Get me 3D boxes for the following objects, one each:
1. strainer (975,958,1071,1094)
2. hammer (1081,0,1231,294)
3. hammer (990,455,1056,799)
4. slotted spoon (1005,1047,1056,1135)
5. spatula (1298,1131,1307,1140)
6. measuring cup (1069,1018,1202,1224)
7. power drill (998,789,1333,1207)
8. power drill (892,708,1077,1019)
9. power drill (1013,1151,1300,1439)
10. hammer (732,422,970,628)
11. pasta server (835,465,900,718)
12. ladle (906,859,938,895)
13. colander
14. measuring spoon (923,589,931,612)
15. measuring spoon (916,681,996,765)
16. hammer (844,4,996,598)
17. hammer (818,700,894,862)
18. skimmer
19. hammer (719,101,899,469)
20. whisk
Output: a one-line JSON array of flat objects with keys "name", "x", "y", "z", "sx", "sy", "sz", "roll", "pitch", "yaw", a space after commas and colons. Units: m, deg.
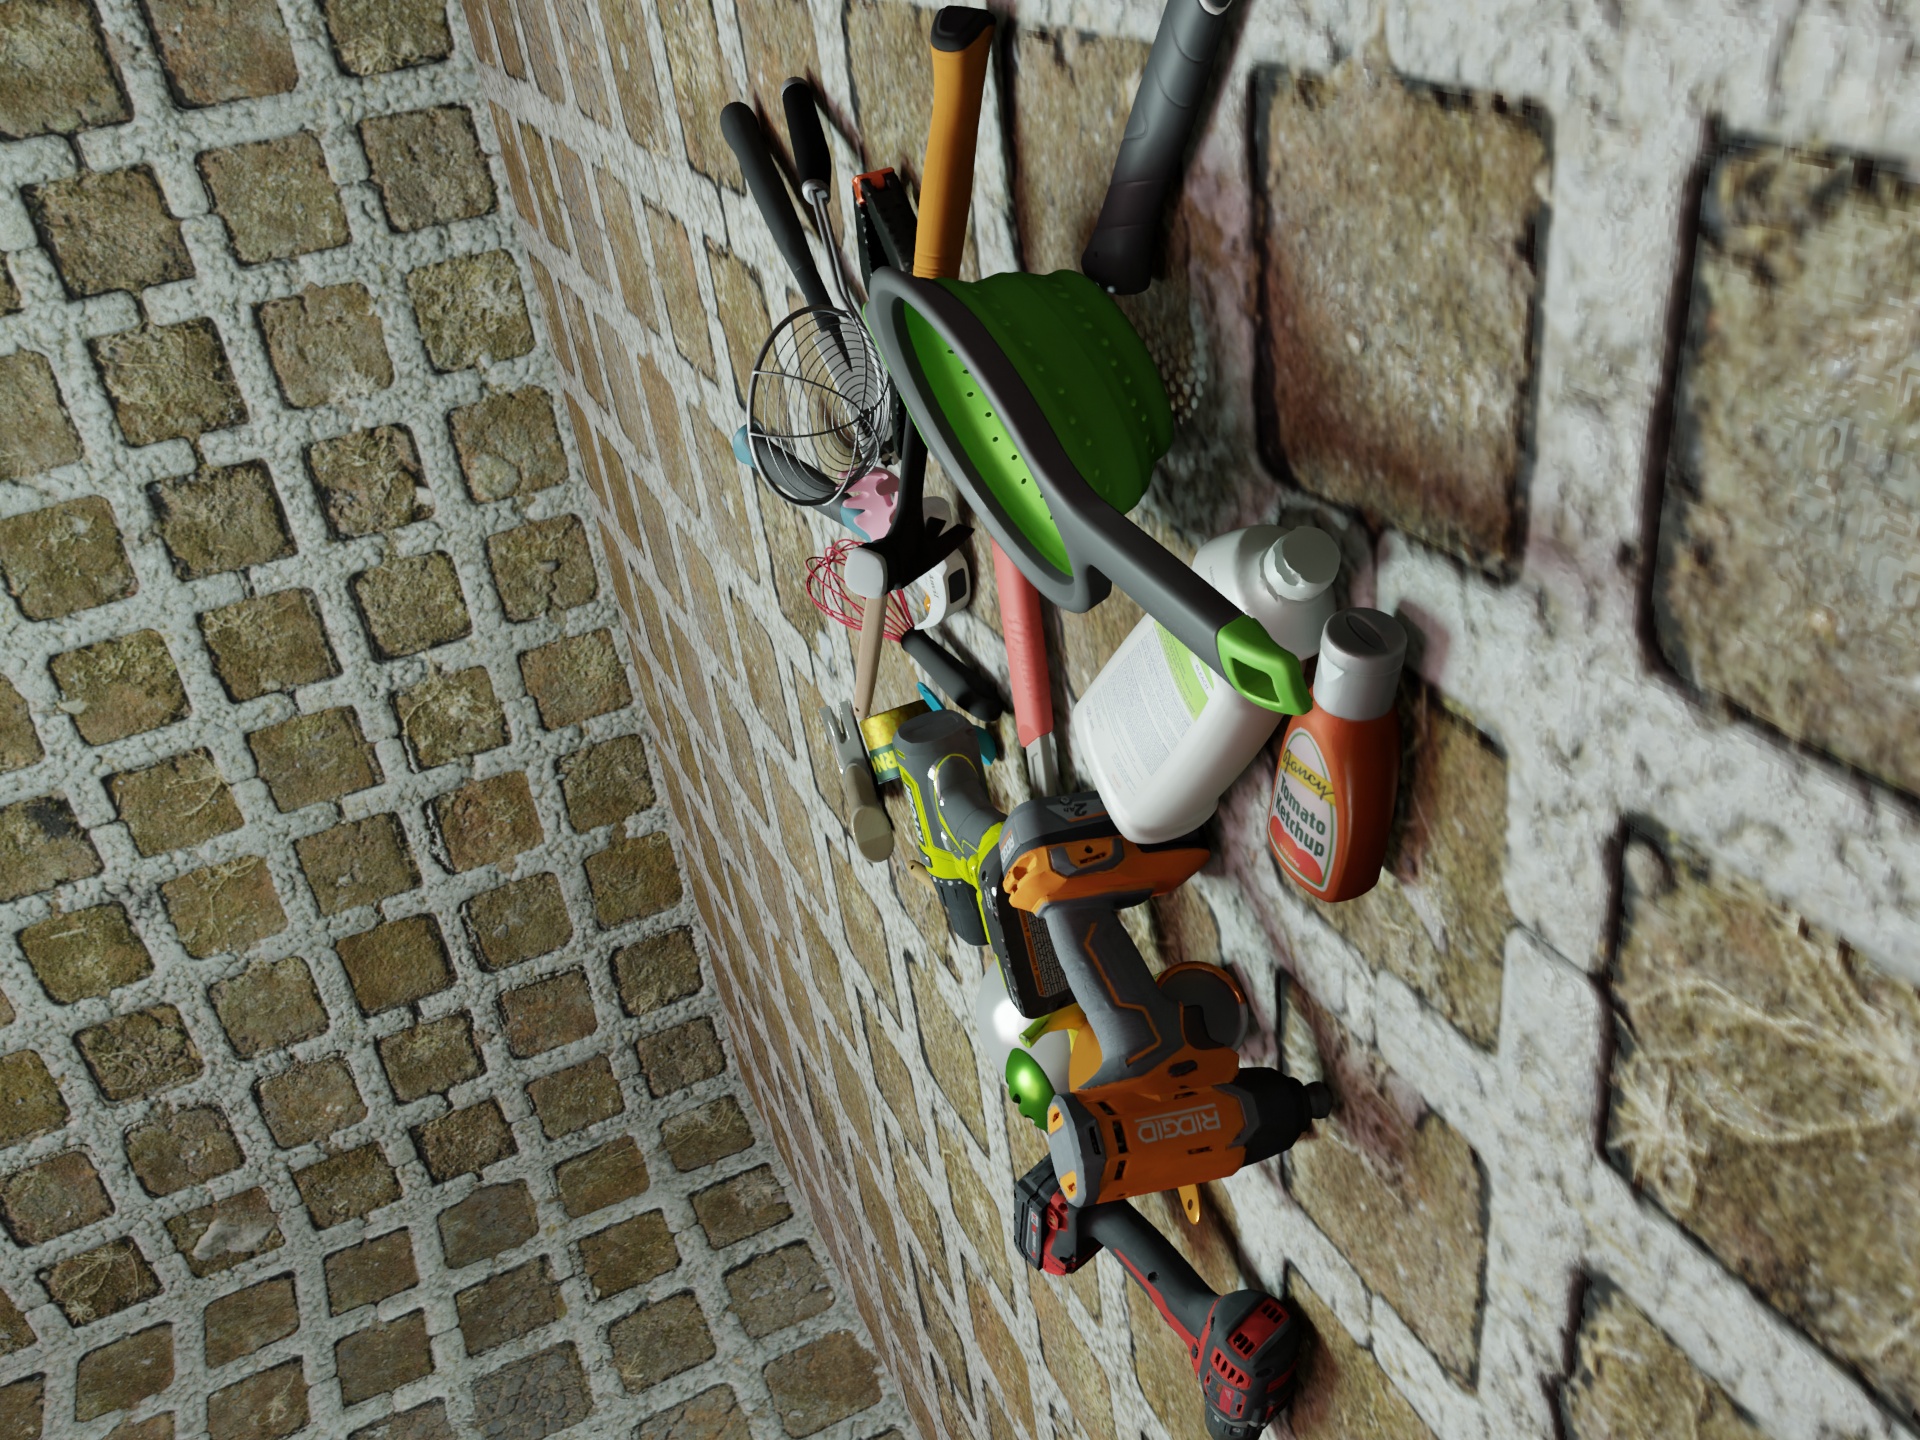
[{"name": "strainer", "x": 0.029, "y": 0.221, "z": 1.356, "sx": 0.257, "sy": 0.069, "sz": 0.151, "roll": 53, "pitch": 155, "yaw": 41}, {"name": "hammer", "x": 0.103, "y": -0.322, "z": 0.641, "sx": 0.408, "sy": 0.036, "sz": 0.149, "roll": 107, "pitch": 141, "yaw": -62}, {"name": "hammer", "x": 0.046, "y": -0.023, "z": 1.115, "sx": 0.149, "sy": 0.036, "sz": 0.358, "roll": -135, "pitch": 31, "yaw": -55}, {"name": "slotted spoon", "x": 0.072, "y": 0.319, "z": 1.268, "sx": 0.070, "sy": 0.031, "sz": 0.313, "roll": 54, "pitch": 174, "yaw": 25}, {"name": "spatula", "x": 0.154, "y": 0.287, "z": 1.094, "sx": 0.082, "sy": 0.044, "sz": 0.317, "roll": 64, "pitch": 161, "yaw": 7}, {"name": "measuring cup", "x": 0.118, "y": 0.265, "z": 1.069, "sx": 0.174, "sy": 0.052, "sz": 0.095, "roll": -105, "pitch": 33, "yaw": -56}, {"name": "power drill", "x": 0.117, "y": 0.154, "z": 0.928, "sx": 0.084, "sy": 0.164, "sz": 0.227, "roll": 112, "pitch": 149, "yaw": -64}, {"name": "power drill", "x": 0.027, "y": 0.114, "z": 1.136, "sx": 0.229, "sy": 0.080, "sz": 0.190, "roll": -137, "pitch": 30, "yaw": -61}, {"name": "power drill", "x": 0.143, "y": 0.420, "z": 1.151, "sx": 0.227, "sy": 0.080, "sz": 0.187, "roll": 37, "pitch": 148, "yaw": 31}, {"name": "hammer", "x": -0.096, "y": -0.175, "z": 1.295, "sx": 0.331, "sy": 0.033, "sz": 0.128, "roll": 38, "pitch": 152, "yaw": 44}, {"name": "pasta server", "x": -0.071, "y": -0.088, "z": 1.229, "sx": 0.060, "sy": 0.040, "sz": 0.316, "roll": 43, "pitch": 151, "yaw": 19}, {"name": "ladle", "x": 0.023, "y": 0.170, "z": 1.330, "sx": 0.031, "sy": 0.069, "sz": 0.316, "roll": 35, "pitch": 177, "yaw": -29}, {"name": "colander", "x": 0.077, "y": -0.125, "z": 0.761, "sx": 0.398, "sy": 0.094, "sz": 0.204, "roll": 50, "pitch": 171, "yaw": 51}, {"name": "measuring spoon", "x": -0.044, "y": -0.131, "z": 1.312, "sx": 0.021, "sy": 0.011, "sz": 0.117, "roll": 98, "pitch": 148, "yaw": -55}, {"name": "measuring spoon", "x": -0.002, "y": -0.004, "z": 1.231, "sx": 0.042, "sy": 0.021, "sz": 0.128, "roll": 32, "pitch": 168, "yaw": 33}, {"name": "hammer", "x": -0.013, "y": -0.245, "z": 0.952, "sx": 0.034, "sy": 0.127, "sz": 0.336, "roll": 19, "pitch": 119, "yaw": 19}, {"name": "hammer", "x": -0.094, "y": 0.063, "z": 1.472, "sx": 0.411, "sy": 0.038, "sz": 0.146, "roll": -150, "pitch": 43, "yaw": -84}, {"name": "skimmer", "x": -0.115, "y": -0.310, "z": 1.097, "sx": 0.127, "sy": 0.090, "sz": 0.364, "roll": 40, "pitch": -150, "yaw": -52}, {"name": "hammer", "x": -0.126, "y": -0.363, "z": 1.247, "sx": 0.146, "sy": 0.035, "sz": 0.335, "roll": 68, "pitch": 179, "yaw": -66}, {"name": "whisk", "x": -0.048, "y": -0.076, "z": 1.311, "sx": 0.296, "sy": 0.073, "sz": 0.073, "roll": 44, "pitch": 148, "yaw": 46}]
